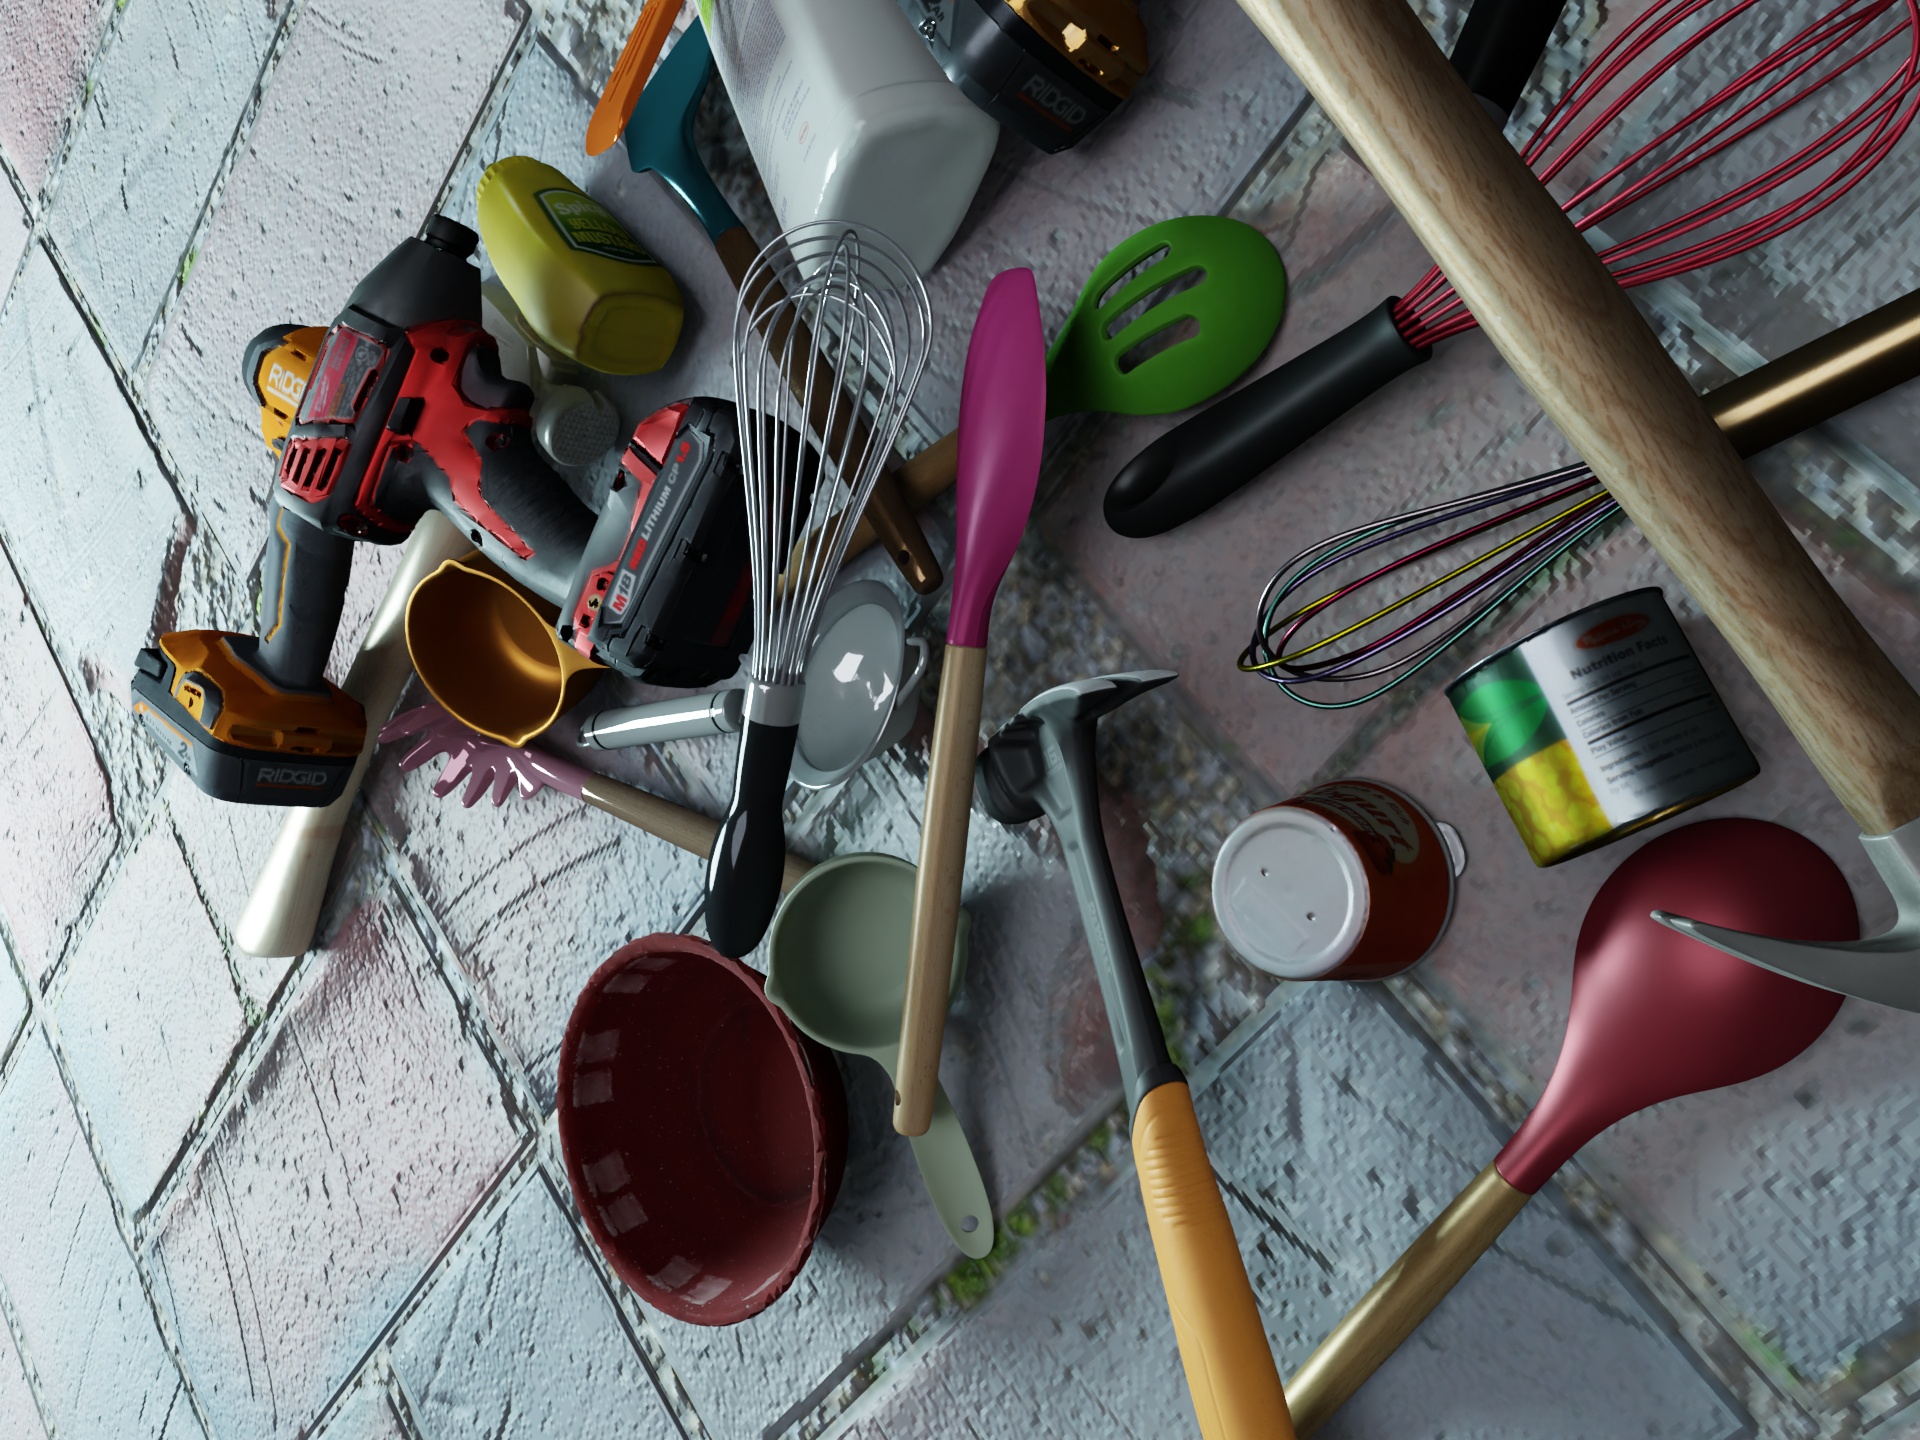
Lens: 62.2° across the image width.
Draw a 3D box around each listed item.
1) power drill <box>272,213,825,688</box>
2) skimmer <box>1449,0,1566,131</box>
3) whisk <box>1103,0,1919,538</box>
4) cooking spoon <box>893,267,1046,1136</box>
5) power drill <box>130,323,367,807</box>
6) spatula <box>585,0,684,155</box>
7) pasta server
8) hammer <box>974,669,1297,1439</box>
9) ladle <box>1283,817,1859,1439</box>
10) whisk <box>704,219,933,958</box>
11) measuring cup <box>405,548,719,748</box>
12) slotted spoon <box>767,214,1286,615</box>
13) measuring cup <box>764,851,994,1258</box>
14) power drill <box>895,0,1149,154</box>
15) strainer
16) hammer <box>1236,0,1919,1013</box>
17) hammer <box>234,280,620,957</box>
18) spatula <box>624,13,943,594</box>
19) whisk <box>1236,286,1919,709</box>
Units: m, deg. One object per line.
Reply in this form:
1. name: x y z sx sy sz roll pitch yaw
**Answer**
1. power drill: -0.175 -0.113 0.658 0.220 0.078 0.143 27 96 18
2. skimmer: 0.191 -0.337 0.411 0.127 0.090 0.363 30 100 43
3. whisk: 0.153 -0.131 0.484 0.296 0.073 0.073 -31 72 40
4. cooking spoon: -0.001 -0.002 0.578 0.069 0.017 0.319 -157 72 -65
5. power drill: -0.343 -0.088 0.807 0.164 0.084 0.226 31 104 37
6. spatula: -0.114 -0.379 0.595 0.081 0.041 0.322 -143 54 -63
7. pasta server: -0.155 0.045 0.731 0.316 0.060 0.040 18 58 34
8. hammer: 0.075 0.151 0.518 0.127 0.034 0.337 135 122 -68
9. ladle: 0.158 0.159 0.500 0.069 0.031 0.315 45 117 29
10. whisk: -0.063 -0.039 0.590 0.070 0.070 0.284 24 112 35
11. measuring cup: -0.170 -0.042 0.730 0.173 0.052 0.095 -3 116 24
12. slotted spoon: -0.010 -0.096 0.627 0.314 0.031 0.070 -30 71 35
13. measuring cup: -0.022 0.130 0.626 0.083 0.038 0.167 -21 97 -6
14. power drill: 0.061 -0.336 0.541 0.226 0.084 0.185 -41 64 26
15. strainer: -0.090 -0.006 0.680 0.258 0.050 0.087 -7 68 43
16. hammer: 0.172 -0.073 0.407 0.130 0.031 0.331 -34 82 4
17. hammer: -0.312 -0.036 0.851 0.146 0.038 0.410 47 117 29
18. spatula: -0.076 -0.180 0.662 0.082 0.044 0.318 -41 66 30
19. whisk: 0.187 -0.065 0.467 0.245 0.047 0.051 -28 73 31
